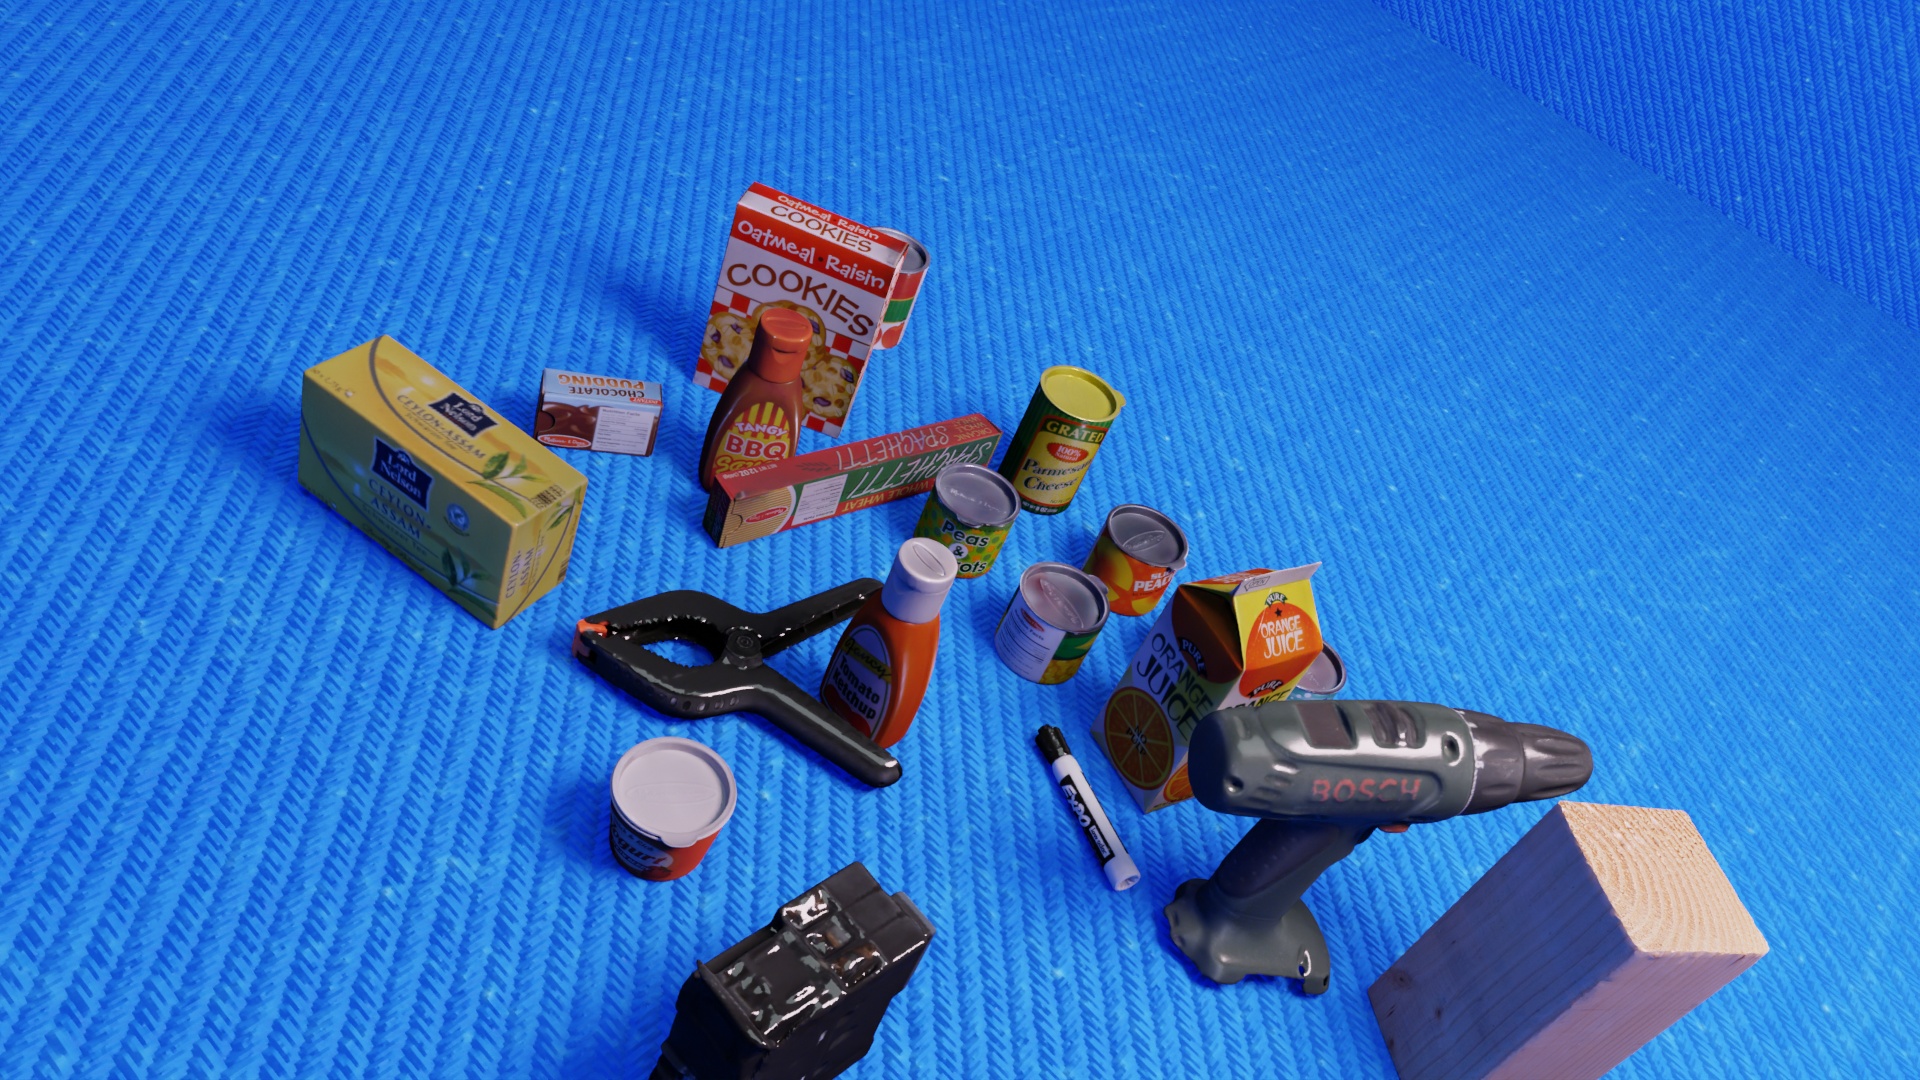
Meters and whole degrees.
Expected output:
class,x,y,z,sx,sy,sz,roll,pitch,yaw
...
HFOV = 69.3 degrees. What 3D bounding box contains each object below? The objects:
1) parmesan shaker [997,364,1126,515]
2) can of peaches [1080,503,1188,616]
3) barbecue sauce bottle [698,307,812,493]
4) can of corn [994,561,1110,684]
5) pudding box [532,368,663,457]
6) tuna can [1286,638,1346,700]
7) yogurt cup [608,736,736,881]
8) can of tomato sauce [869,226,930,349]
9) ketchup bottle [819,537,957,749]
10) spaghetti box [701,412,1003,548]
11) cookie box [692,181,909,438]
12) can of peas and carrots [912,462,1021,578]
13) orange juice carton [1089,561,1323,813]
class,x,y,z,sx,sy,sz,roll,pitch,yaw
parmesan shaker,0.078,-0.077,1.092,0.071,0.102,0.072,14,41,-12
can of peaches,0.132,0.017,1.051,0.071,0.057,0.071,14,41,-12
barbecue sauce bottle,-0.138,-0.093,0.968,0.065,0.147,0.044,7,43,-19
can of corn,0.065,0.058,0.973,0.071,0.058,0.071,14,41,-12
pudding box,-0.257,-0.090,0.983,0.084,0.049,0.030,5,43,-22
tuna can,0.249,0.099,1.038,0.071,0.032,0.071,14,41,-12
yogurt cup,-0.162,0.150,0.764,0.072,0.053,0.073,14,41,-12
can of tomato sauce,-0.071,-0.215,1.186,0.071,0.082,0.071,14,41,-12
ketchup bottle,-0.041,0.061,0.847,0.044,0.148,0.065,-24,59,-42
spaghetti box,-0.074,-0.047,1.026,0.251,0.049,0.029,-17,55,-38
cookie box,-0.123,-0.171,1.046,0.123,0.166,0.040,22,40,-3
can of peas and carrots,0.004,-0.013,1.020,0.071,0.058,0.071,14,41,-12
orange juice carton,0.162,0.084,0.887,0.072,0.191,0.073,-9,50,-34
